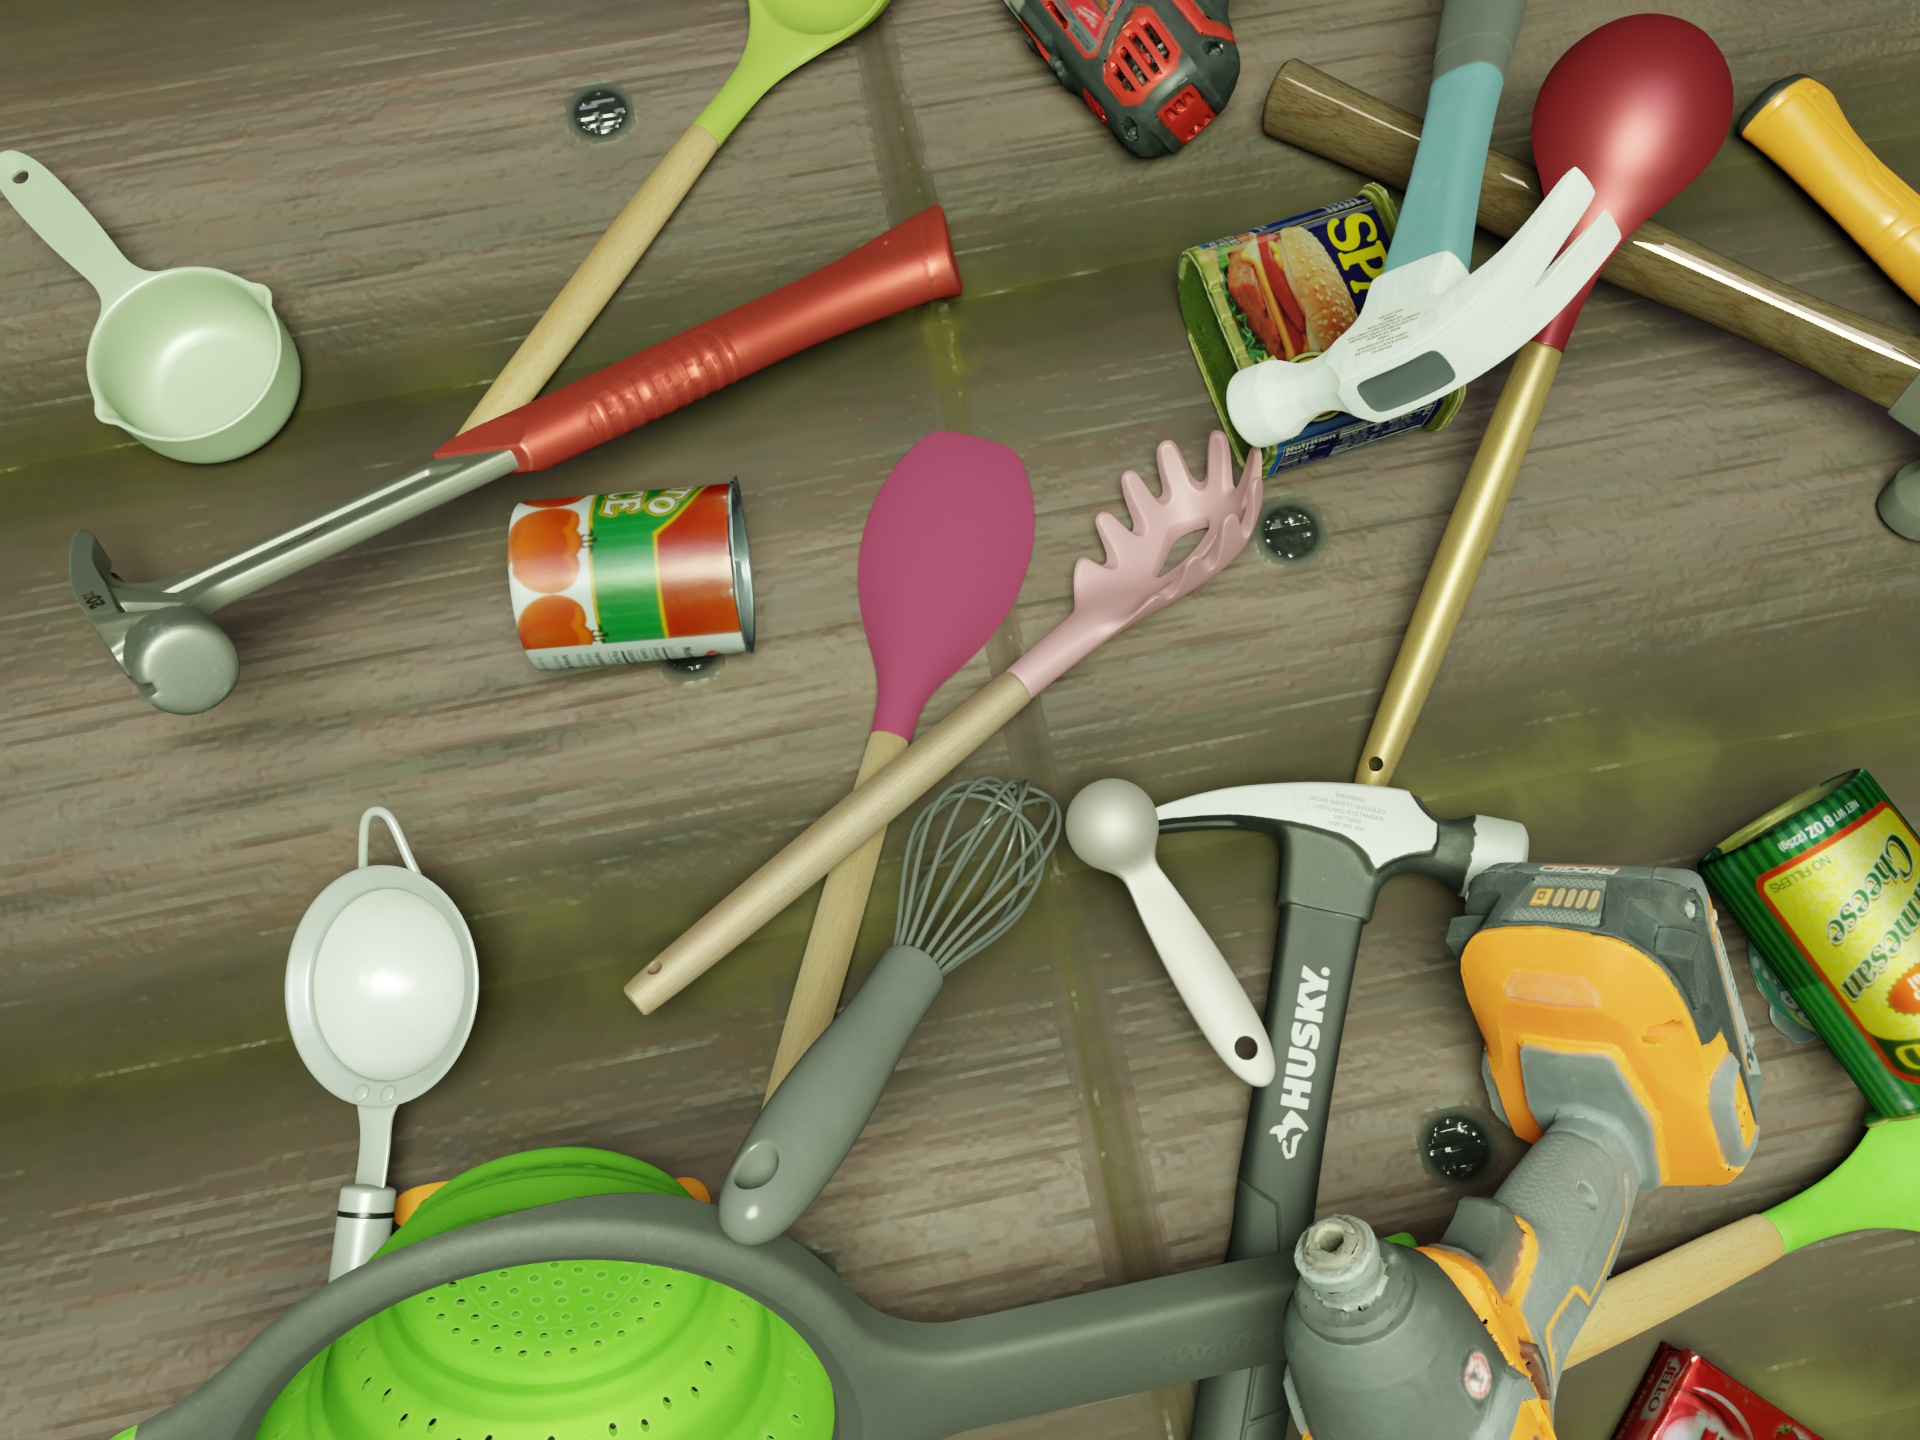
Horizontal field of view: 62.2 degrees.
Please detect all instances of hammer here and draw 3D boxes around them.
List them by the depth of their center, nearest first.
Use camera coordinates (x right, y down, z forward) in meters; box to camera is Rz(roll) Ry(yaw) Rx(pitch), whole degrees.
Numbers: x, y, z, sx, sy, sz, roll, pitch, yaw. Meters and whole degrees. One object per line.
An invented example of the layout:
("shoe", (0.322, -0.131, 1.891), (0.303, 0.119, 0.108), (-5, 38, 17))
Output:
("hammer", (0.105, 0.183, 0.567), (0.146, 0.035, 0.335), (11, 77, 6))
("hammer", (0.193, -0.249, 0.604), (0.033, 0.128, 0.331), (38, 58, -34))
("hammer", (-0.153, -0.116, 0.610), (0.359, 0.036, 0.149), (-31, 34, -22))
("hammer", (0.272, -0.190, 0.641), (0.331, 0.130, 0.031), (31, 67, 15))
("hammer", (0.439, -0.136, 0.645), (0.127, 0.034, 0.337), (-27, 73, -32))

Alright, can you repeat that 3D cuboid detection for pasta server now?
("pasta server", (-0.001, -0.002, 0.600), (0.316, 0.040, 0.060), (-39, 42, -15))

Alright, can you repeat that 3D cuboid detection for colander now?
("colander", (-0.050, 0.195, 0.521), (0.397, 0.095, 0.204), (-8, 118, -10))

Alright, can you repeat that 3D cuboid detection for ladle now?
("ladle", (0.210, -0.117, 0.604), (0.069, 0.031, 0.315), (22, 97, 20))
("ladle", (-0.125, -0.231, 0.664), (0.078, 0.062, 0.320), (31, 79, 14))

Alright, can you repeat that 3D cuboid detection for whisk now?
("whisk", (-0.020, 0.083, 0.522), (0.055, 0.055, 0.239), (29, 34, 6))

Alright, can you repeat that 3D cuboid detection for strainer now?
("strainer", (-0.209, 0.162, 0.563), (0.087, 0.050, 0.258), (-2, 76, 22))

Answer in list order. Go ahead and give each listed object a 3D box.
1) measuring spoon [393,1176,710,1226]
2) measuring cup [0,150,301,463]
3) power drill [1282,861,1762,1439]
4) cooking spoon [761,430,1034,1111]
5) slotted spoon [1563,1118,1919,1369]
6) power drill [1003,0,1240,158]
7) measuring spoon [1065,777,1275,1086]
("measuring spoon", (-0.150, 0.177, 0.578), (0.117, 0.011, 0.021), (-1, 75, -1))
("measuring cup", (-0.339, -0.172, 0.654), (0.083, 0.038, 0.168), (-43, 78, -11))
("power drill", (0.170, 0.145, 0.485), (0.226, 0.084, 0.164), (-50, 124, -36))
("cooking spoon", (-0.034, 0.031, 0.615), (0.069, 0.017, 0.319), (15, 75, 2))
("slotted spoon", (0.263, 0.192, 0.556), (0.313, 0.031, 0.070), (-19, 75, -12))
("power drill", (0.104, -0.374, 0.660), (0.226, 0.080, 0.188), (-39, 77, 20))
("measuring spoon", (0.078, 0.075, 0.568), (0.034, 0.018, 0.124), (-29, 77, -4))
